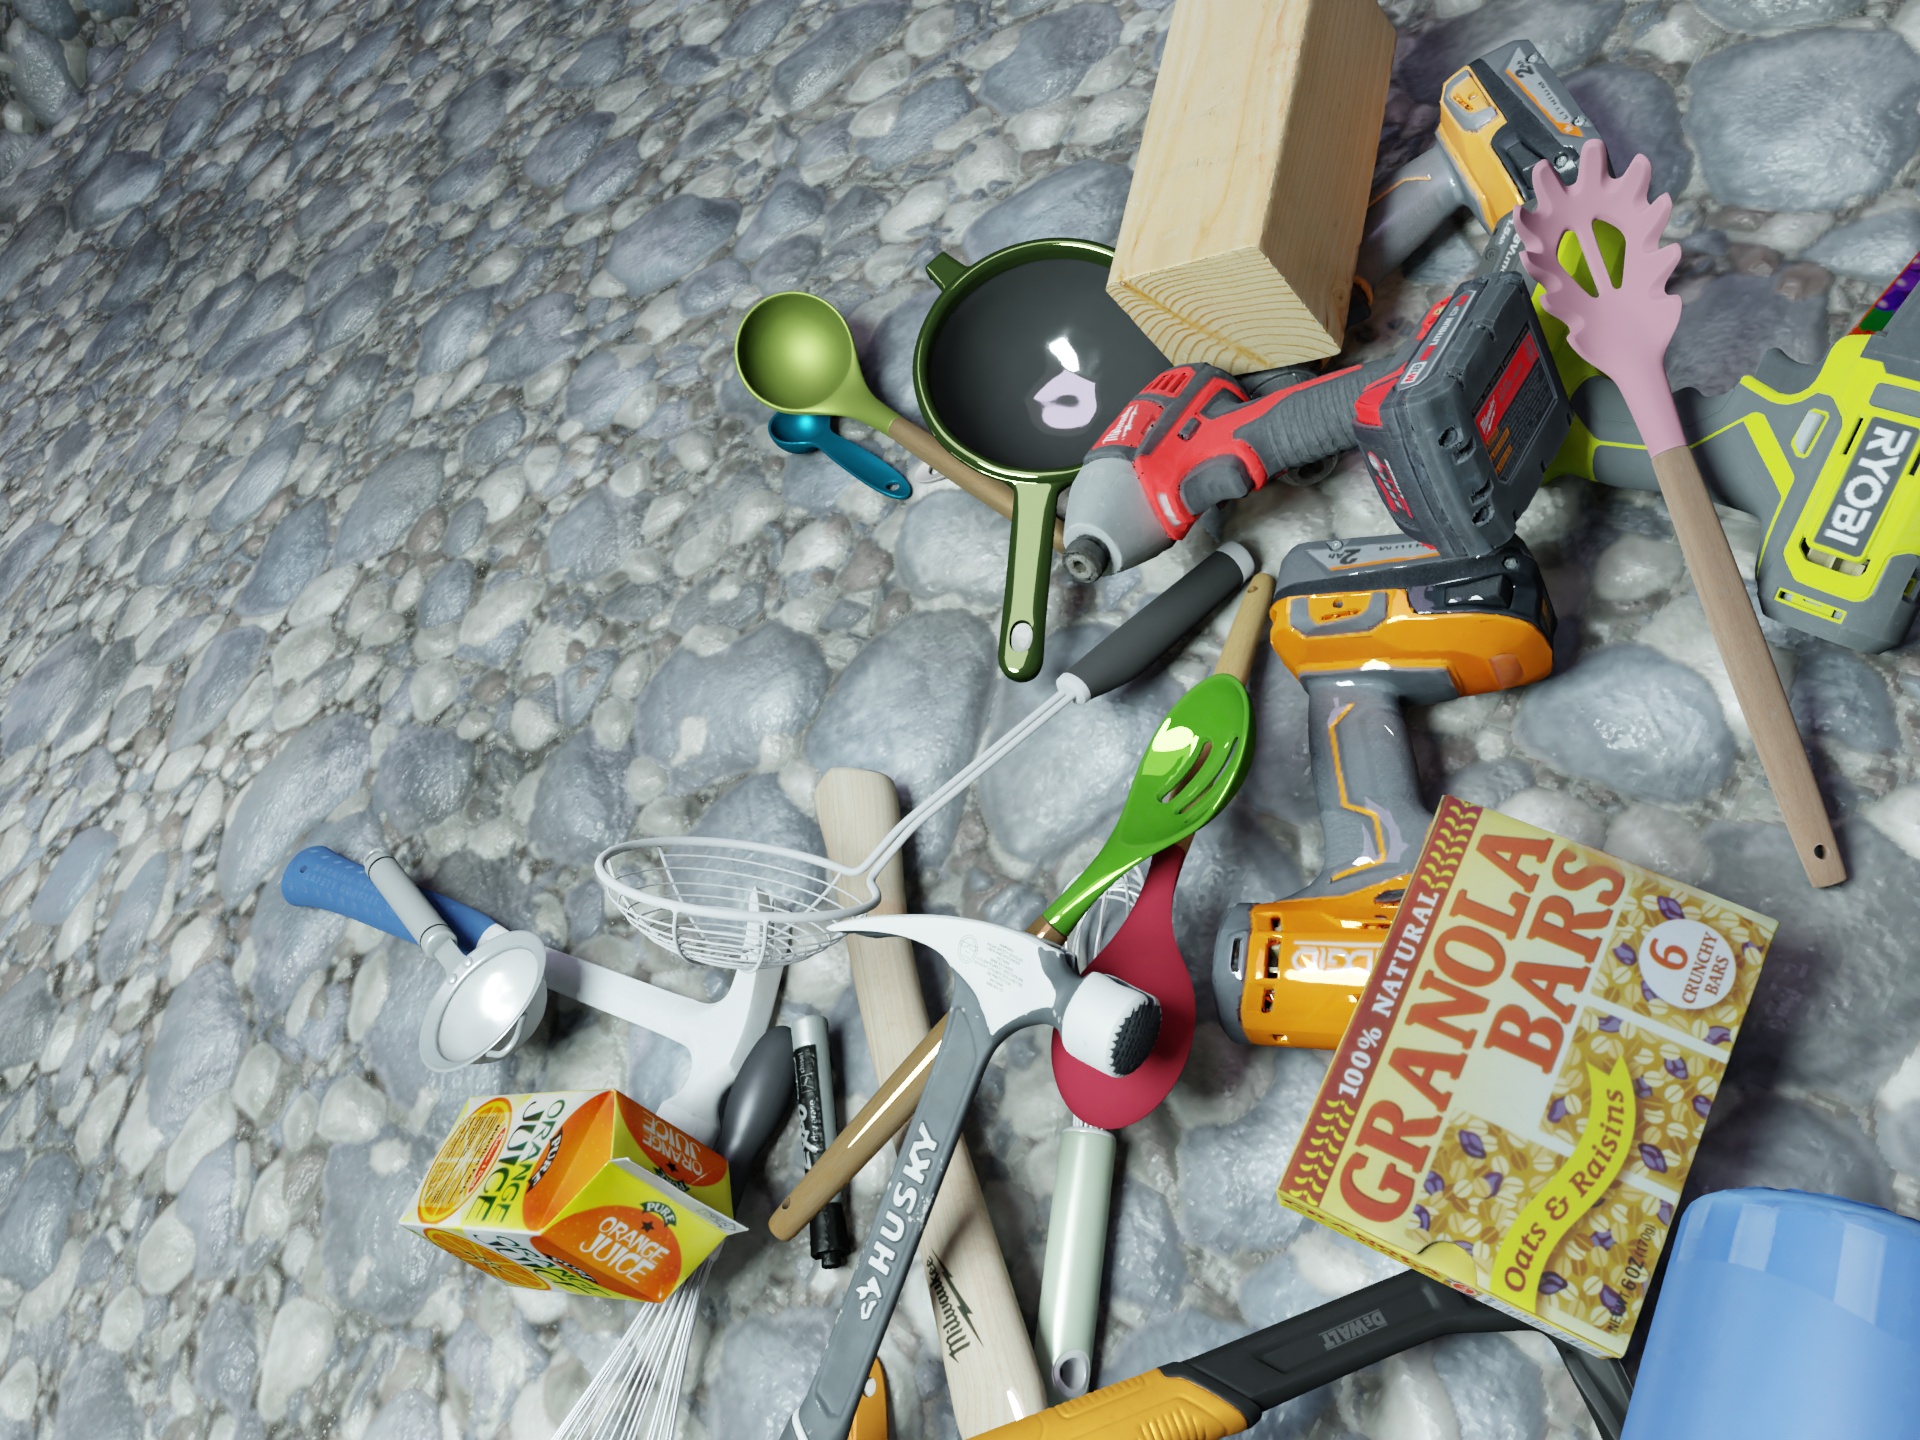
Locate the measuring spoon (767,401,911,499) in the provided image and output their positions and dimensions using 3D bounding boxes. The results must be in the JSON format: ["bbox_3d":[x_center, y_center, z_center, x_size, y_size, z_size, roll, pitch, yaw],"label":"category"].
[{"bbox_3d":[-0.075,-0.166,1.023,0.042,0.021,0.129,-39,55,-21],"label":"measuring spoon"}]

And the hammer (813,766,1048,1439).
[{"bbox_3d":[-0.025,0.185,0.739,0.146,0.038,0.411,-47,40,27],"label":"hammer"}]

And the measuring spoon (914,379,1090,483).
[{"bbox_3d":[0.026,-0.169,0.965,0.124,0.018,0.034,-21,64,27],"label":"measuring spoon"}]

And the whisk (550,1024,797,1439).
[{"bbox_3d":[-0.136,0.276,0.752,0.070,0.070,0.285,3,58,32],"label":"whisk"}]

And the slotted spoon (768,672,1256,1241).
[{"bbox_3d":[0.023,0.107,0.690,0.314,0.031,0.070,-49,27,3],"label":"slotted spoon"}]

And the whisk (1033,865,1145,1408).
[{"bbox_3d":[0.057,0.177,0.707,0.059,0.057,0.246,-33,42,56],"label":"whisk"}]

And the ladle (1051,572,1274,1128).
[{"bbox_3d":[0.105,0.041,0.729,0.069,0.031,0.316,-9,41,37],"label":"ladle"}]

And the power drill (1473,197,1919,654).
[{"bbox_3d":[0.331,-0.148,0.693,0.223,0.080,0.171,33,112,41],"label":"power drill"}]

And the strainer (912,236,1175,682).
[{"bbox_3d":[0.047,-0.138,0.879,0.151,0.069,0.256,3,75,11],"label":"strainer"}]

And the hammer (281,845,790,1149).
[{"bbox_3d":[-0.266,0.129,0.932,0.406,0.035,0.144,12,68,36],"label":"hammer"}]

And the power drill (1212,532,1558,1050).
[{"bbox_3d":[0.203,0.033,0.687,0.164,0.084,0.227,-2,65,30],"label":"power drill"}]

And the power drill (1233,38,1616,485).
[{"bbox_3d":[0.229,-0.235,0.842,0.226,0.084,0.186,-28,50,19],"label":"power drill"}]

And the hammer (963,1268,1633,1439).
[{"bbox_3d":[0.068,0.253,0.555,0.337,0.034,0.127,-15,49,-14],"label":"hammer"}]

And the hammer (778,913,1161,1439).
[{"bbox_3d":[-0.056,0.271,0.642,0.149,0.036,0.409,22,90,37],"label":"hammer"}]

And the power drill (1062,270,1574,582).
[{"bbox_3d":[0.148,-0.121,0.725,0.220,0.078,0.143,-3,38,45],"label":"power drill"}]

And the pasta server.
[{"bbox_3d":[0.299,-0.086,0.648,0.060,0.040,0.316,-19,79,19],"label":"pasta server"}]

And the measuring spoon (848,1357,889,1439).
[{"bbox_3d":[-0.037,0.333,0.684,0.021,0.011,0.117,-24,48,22],"label":"measuring spoon"}]

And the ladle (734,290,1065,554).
[{"bbox_3d":[-0.027,-0.172,0.958,0.078,0.062,0.320,-50,55,-2],"label":"ladle"}]

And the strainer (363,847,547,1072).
[{"bbox_3d":[-0.289,0.129,0.896,0.087,0.050,0.259,-47,43,-11],"label":"strainer"}]

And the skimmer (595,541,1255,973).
[{"bbox_3d":[-0.001,-0.002,0.761,0.363,0.090,0.127,-38,28,-18],"label":"skimmer"}]
